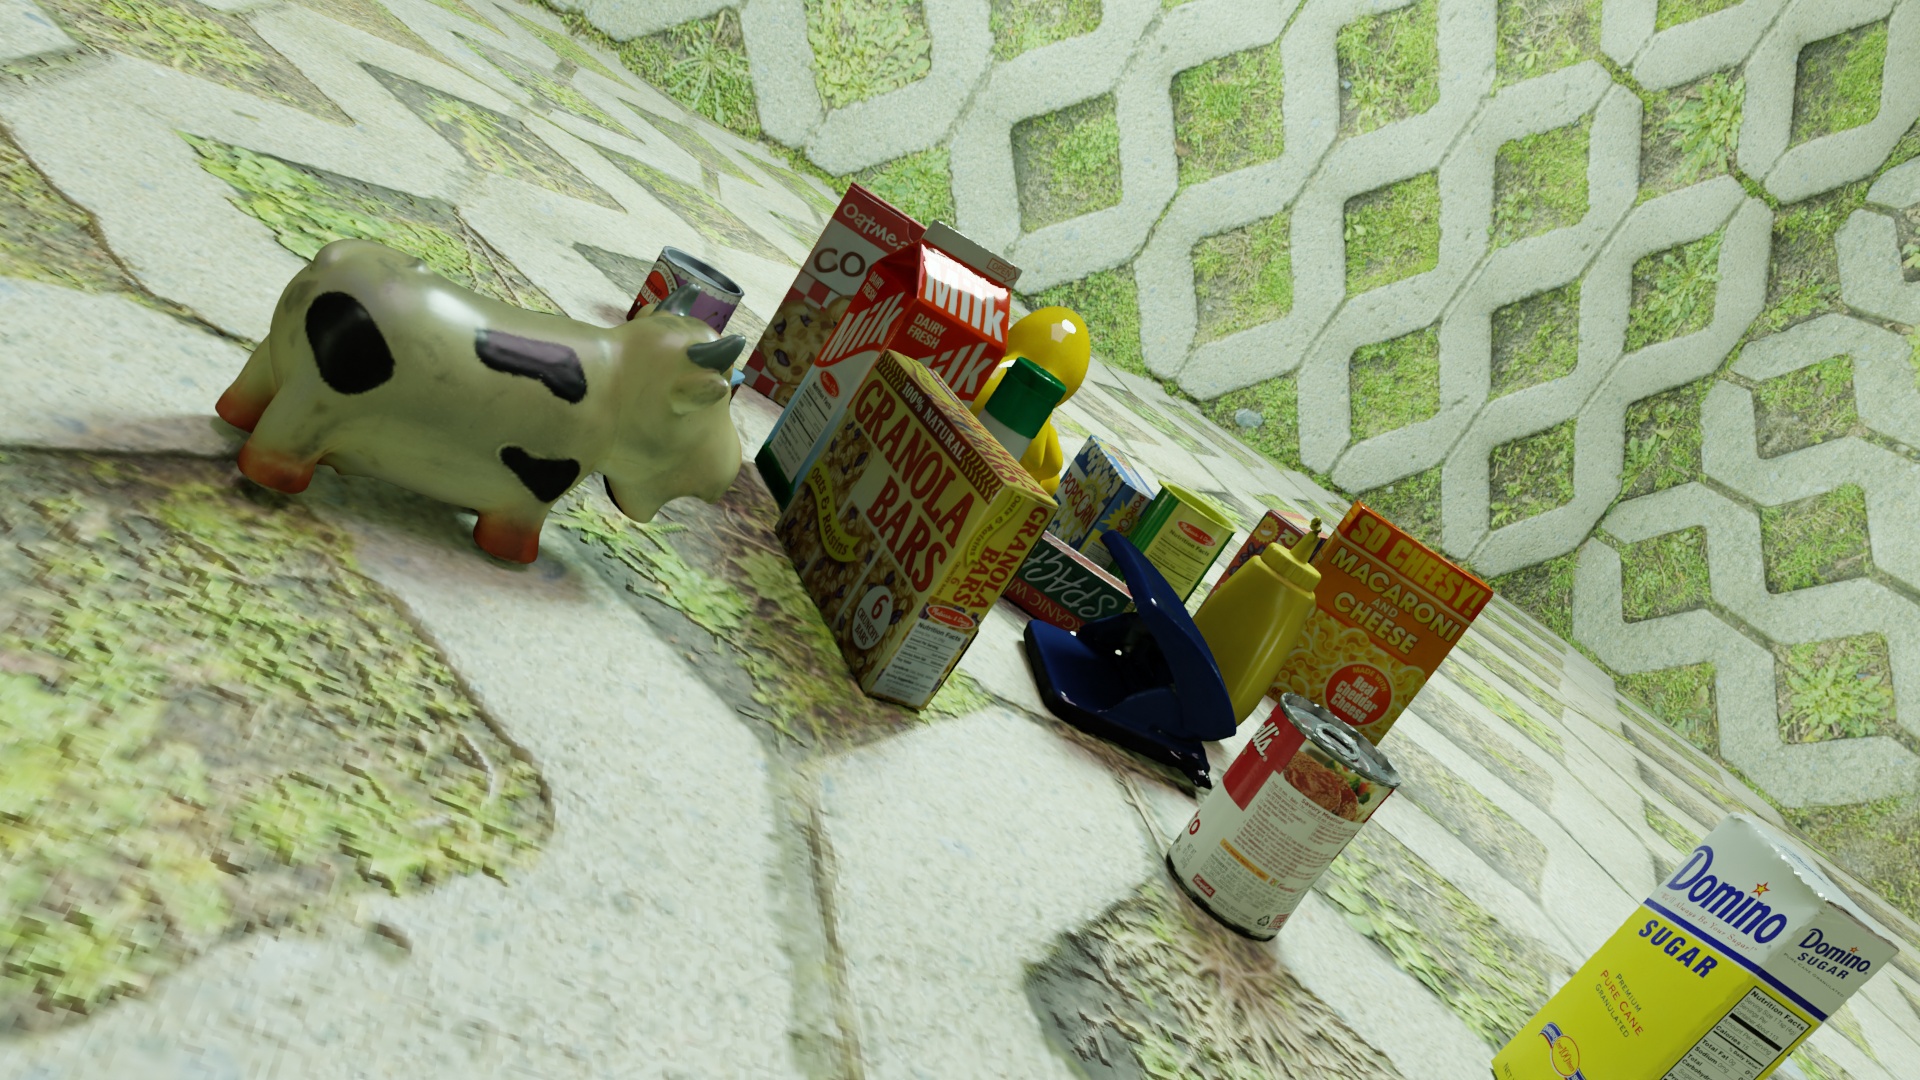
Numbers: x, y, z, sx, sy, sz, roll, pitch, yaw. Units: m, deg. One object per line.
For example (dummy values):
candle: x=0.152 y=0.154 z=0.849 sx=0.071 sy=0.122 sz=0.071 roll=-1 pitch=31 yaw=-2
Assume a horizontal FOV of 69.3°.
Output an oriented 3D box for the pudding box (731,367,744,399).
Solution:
pudding box: x=-0.161 y=-0.081 z=0.809 sx=0.030 sy=0.049 sz=0.084 roll=34 pitch=14 yaw=2

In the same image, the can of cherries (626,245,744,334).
can of cherries: x=-0.200 y=-0.171 z=1.001 sx=0.071 sy=0.058 sz=0.072 roll=31 pitch=14 yaw=-9

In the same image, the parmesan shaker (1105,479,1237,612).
parmesan shaker: x=0.152 y=0.014 z=1.058 sx=0.071 sy=0.103 sz=0.071 roll=31 pitch=14 yaw=-9

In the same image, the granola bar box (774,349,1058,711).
granola bar box: x=-0.029 y=-0.010 z=0.713 sx=0.039 sy=0.124 sz=0.166 roll=24 pitch=17 yaw=-34

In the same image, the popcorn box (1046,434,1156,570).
popcorn box: x=0.111 y=-0.026 z=1.139 sx=0.038 sy=0.085 sz=0.127 roll=29 pitch=15 yaw=-17

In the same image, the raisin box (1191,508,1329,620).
raisin box: x=0.248 y=0.035 z=1.152 sx=0.040 sy=0.123 sz=0.086 roll=40 pitch=16 yaw=26

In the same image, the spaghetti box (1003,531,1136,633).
spaghetti box: x=0.003 y=-0.012 z=0.933 sx=0.250 sy=0.050 sz=0.029 roll=34 pitch=14 yaw=4

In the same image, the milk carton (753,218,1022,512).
milk carton: x=-0.040 y=-0.098 z=0.840 sx=0.072 sy=0.190 sz=0.074 roll=24 pitch=17 yaw=-33

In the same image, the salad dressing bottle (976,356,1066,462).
salad dressing bottle: x=0.010 y=-0.042 z=0.852 sx=0.044 sy=0.147 sz=0.064 roll=31 pitch=14 yaw=-11

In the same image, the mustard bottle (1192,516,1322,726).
mustard bottle: x=0.190 y=0.053 z=0.899 sx=0.065 sy=0.160 sz=0.049 roll=42 pitch=16 yaw=30

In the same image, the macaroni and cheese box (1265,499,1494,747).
macaroni and cheese box: x=0.316 y=0.070 z=1.098 sx=0.124 sy=0.166 sz=0.040 roll=34 pitch=14 yaw=2

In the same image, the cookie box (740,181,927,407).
cookie box: x=-0.069 y=-0.160 z=1.026 sx=0.123 sy=0.167 sz=0.040 roll=32 pitch=14 yaw=-6
